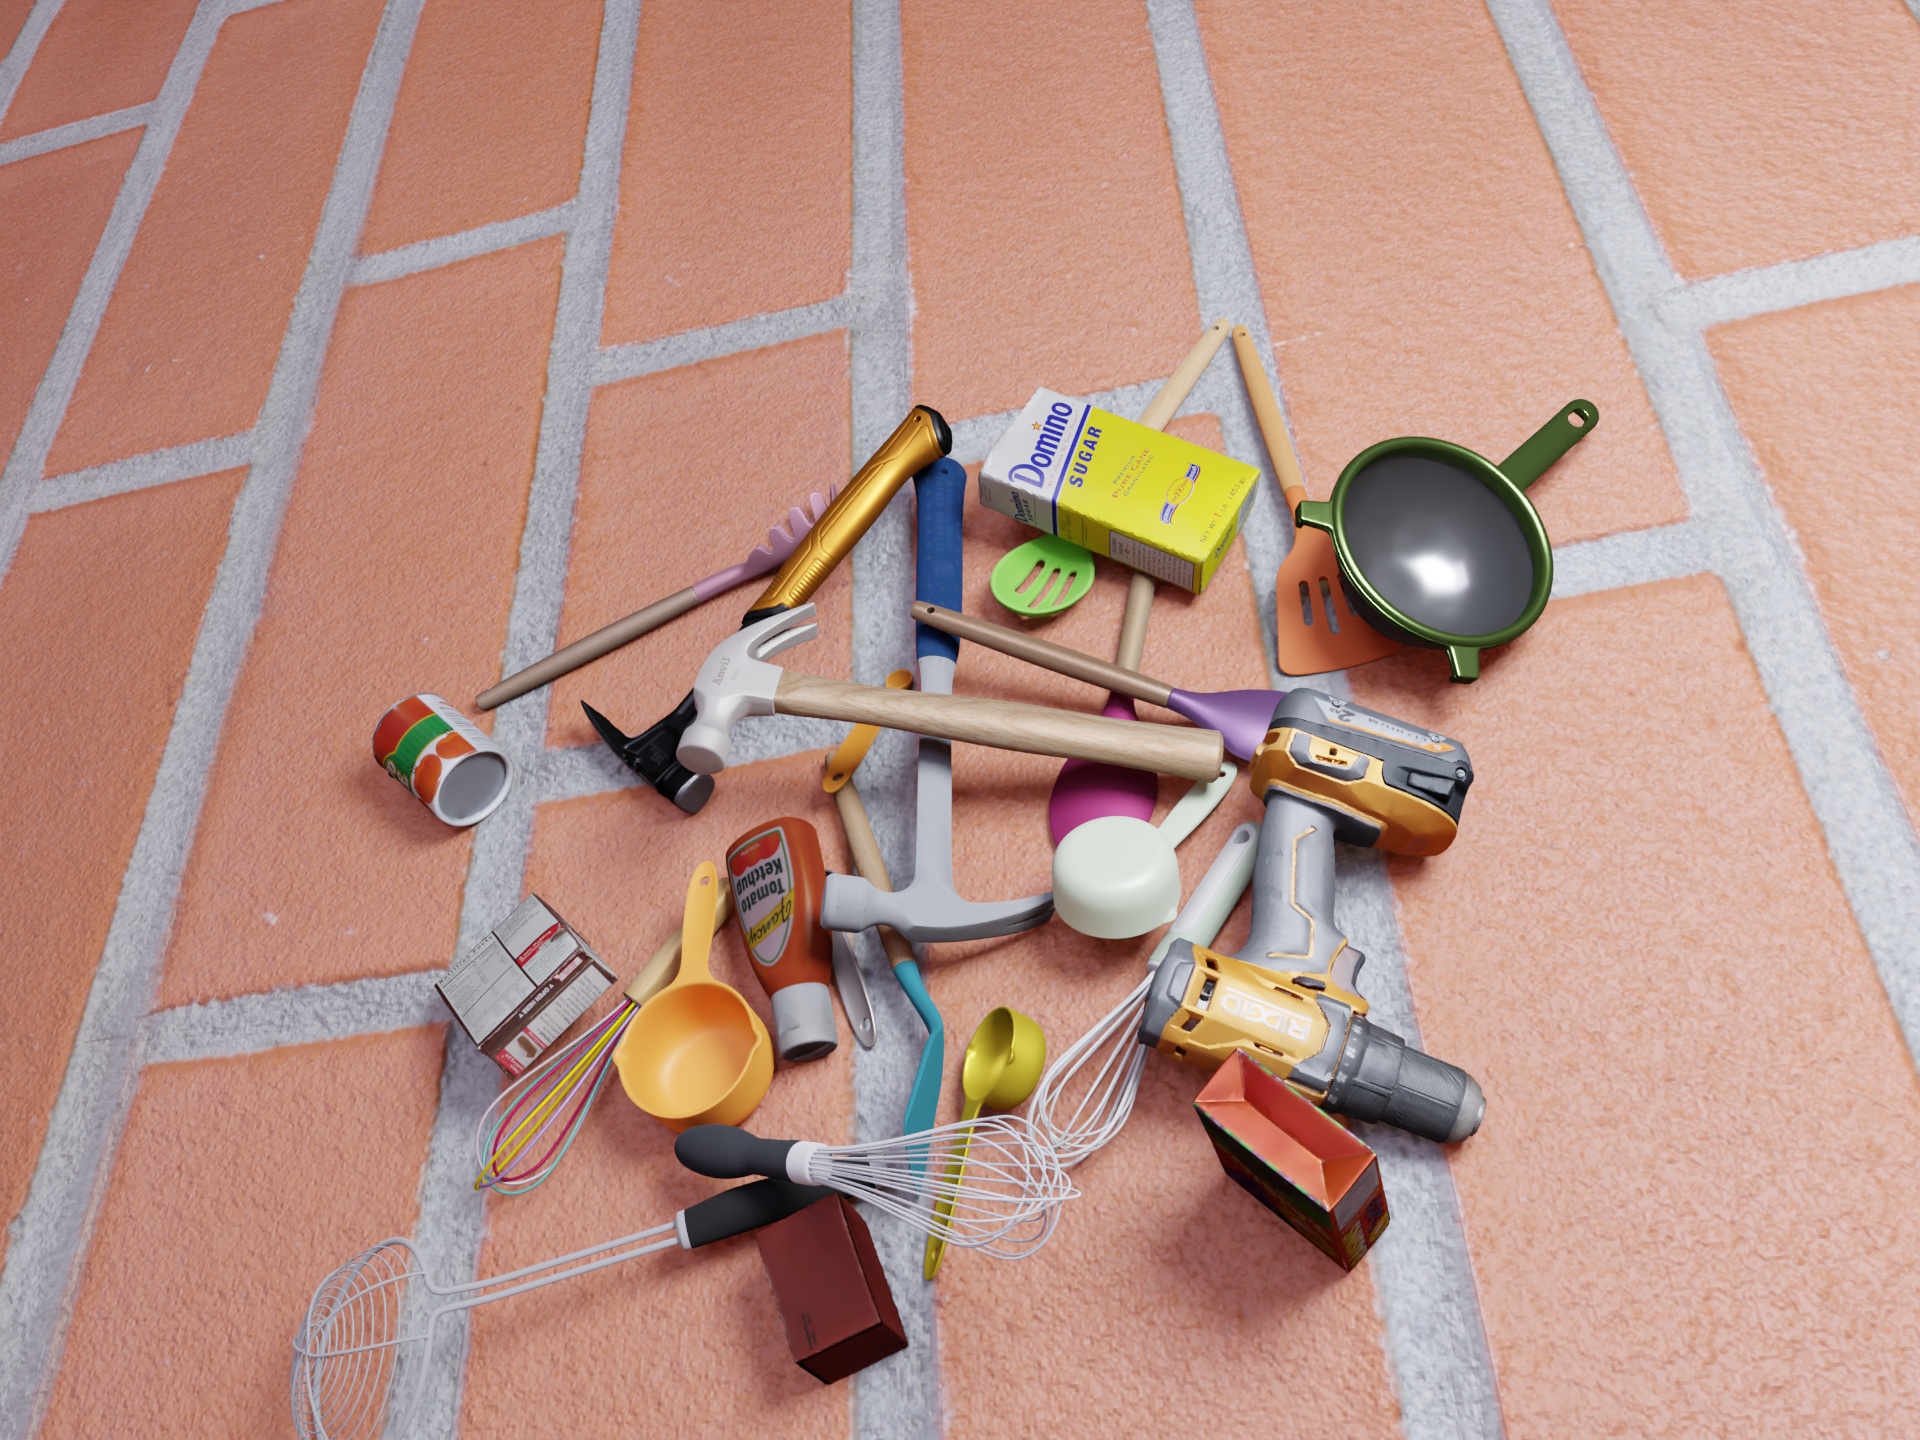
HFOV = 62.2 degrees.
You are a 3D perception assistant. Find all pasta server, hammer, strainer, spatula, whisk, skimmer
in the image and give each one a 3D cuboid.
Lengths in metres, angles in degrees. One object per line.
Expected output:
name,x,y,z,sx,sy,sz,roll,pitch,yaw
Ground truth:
pasta server,-0.227,-0.090,1.200,0.316,0.040,0.060,-27,10,1
hammer,-0.002,-0.003,0.999,0.331,0.031,0.130,8,50,4
strainer,0.329,-0.130,1.036,0.256,0.069,0.151,-38,80,-27
spatula,0.113,-0.025,1.032,0.316,0.018,0.060,19,63,15
whisk,-0.056,0.238,0.844,0.285,0.070,0.070,-7,52,41
whisk,-0.218,0.195,1.001,0.051,0.047,0.245,25,64,31
skimmer,-0.212,0.325,0.920,0.363,0.090,0.127,-16,49,-6
hammer,-0.011,-0.028,1.072,0.144,0.035,0.406,8,51,-9
whisk,0.114,0.153,0.924,0.058,0.059,0.246,4,49,52
hammer,-0.127,-0.096,1.140,0.127,0.034,0.337,35,83,33
spatula,0.230,-0.170,1.121,0.081,0.041,0.323,-13,50,7
spatula,-0.052,0.135,0.985,0.044,0.082,0.318,-16,47,-8

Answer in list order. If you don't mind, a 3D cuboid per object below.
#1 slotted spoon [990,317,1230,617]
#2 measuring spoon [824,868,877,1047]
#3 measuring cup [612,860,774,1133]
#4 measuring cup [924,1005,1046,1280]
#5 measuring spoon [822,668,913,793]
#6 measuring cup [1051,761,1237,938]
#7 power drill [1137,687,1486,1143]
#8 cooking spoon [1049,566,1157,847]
slotted spoon,0.121,-0.187,1.164,0.070,0.031,0.314,24,65,25
measuring spoon,-0.069,0.150,1.003,0.034,0.018,0.124,-41,54,30
measuring cup,-0.158,0.174,0.992,0.095,0.052,0.174,-9,53,11
measuring cup,0.013,0.242,0.904,0.029,0.062,0.156,22,74,-20
measuring spoon,-0.063,0.008,1.086,0.021,0.011,0.117,10,51,28
measuring cup,0.119,0.064,0.961,0.083,0.038,0.167,22,49,35
power drill,0.220,0.112,0.890,0.185,0.084,0.226,21,65,10
cooking spoon,0.114,-0.047,1.075,0.069,0.017,0.319,3,58,18
